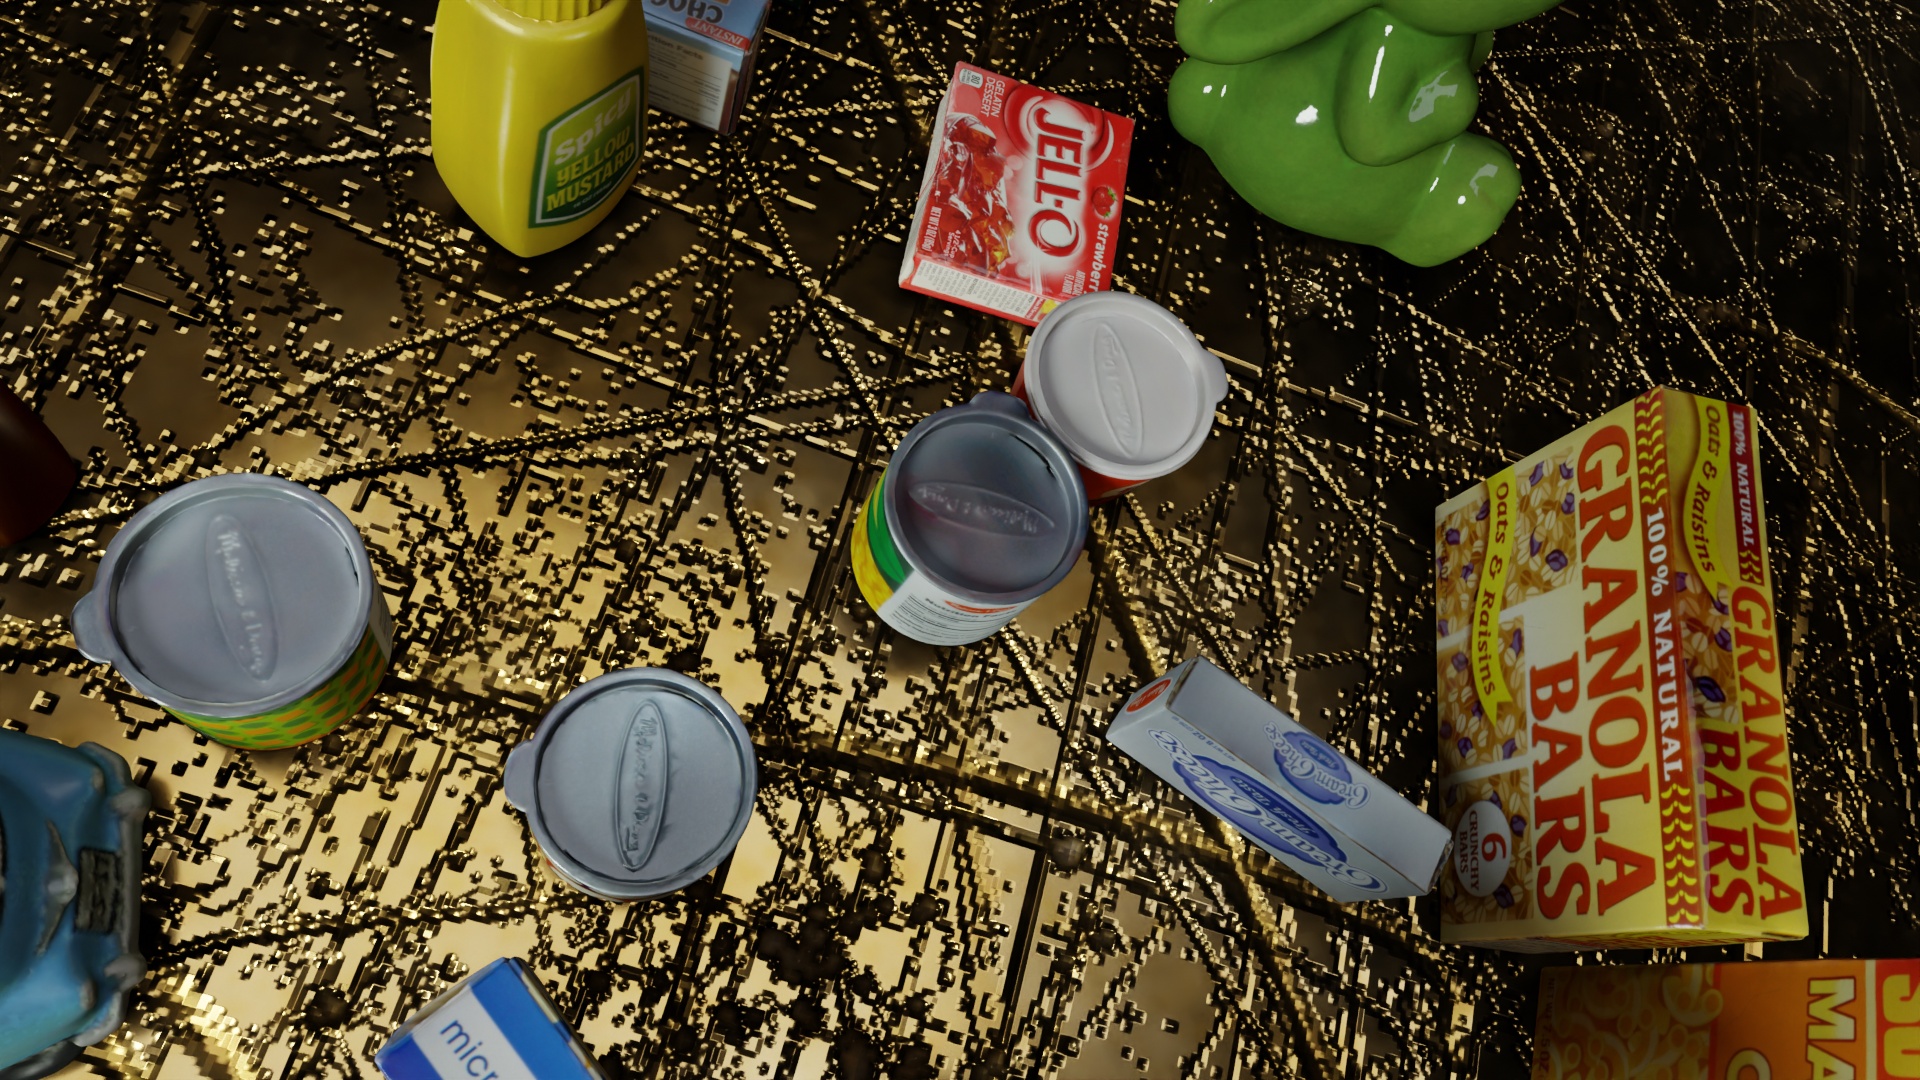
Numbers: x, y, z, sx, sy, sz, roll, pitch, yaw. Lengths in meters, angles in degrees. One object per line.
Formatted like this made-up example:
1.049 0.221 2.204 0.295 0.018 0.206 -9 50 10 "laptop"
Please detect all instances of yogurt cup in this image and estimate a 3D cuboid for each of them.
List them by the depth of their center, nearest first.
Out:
0.047 -0.045 0.484 0.072 0.053 0.072 5 71 -15 "yogurt cup"

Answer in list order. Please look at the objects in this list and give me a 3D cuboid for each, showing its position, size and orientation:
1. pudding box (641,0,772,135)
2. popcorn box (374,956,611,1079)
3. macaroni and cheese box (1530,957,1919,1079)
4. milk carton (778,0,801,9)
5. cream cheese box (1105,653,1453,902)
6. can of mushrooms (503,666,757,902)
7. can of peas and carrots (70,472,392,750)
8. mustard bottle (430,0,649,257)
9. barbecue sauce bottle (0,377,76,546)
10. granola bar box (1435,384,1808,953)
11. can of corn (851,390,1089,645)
-0.113 -0.180 0.486 0.084 0.049 0.030 19 68 -10 "pudding box"
-0.093 0.167 0.353 0.038 0.085 0.127 -36 85 -23 "popcorn box"
0.230 0.186 0.397 0.040 0.166 0.124 19 68 -10 "macaroni and cheese box"
-0.058 -0.275 0.457 0.072 0.190 0.074 21 68 -9 "milk carton"
0.103 0.080 0.458 0.104 0.053 0.024 35 66 -3 "cream cheese box"
-0.098 0.073 0.412 0.071 0.033 0.071 5 71 -15 "can of mushrooms"
-0.198 0.023 0.386 0.071 0.058 0.071 5 71 -15 "can of peas and carrots"
-0.123 -0.144 0.410 0.049 0.159 0.065 45 66 2 "mustard bottle"
-0.272 -0.045 0.339 0.065 0.148 0.044 32 67 -4 "barbecue sauce bottle"
0.210 0.049 0.461 0.039 0.123 0.166 11 69 -12 "granola bar box"
0.002 -0.006 0.455 0.071 0.058 0.071 5 71 -15 "can of corn"
